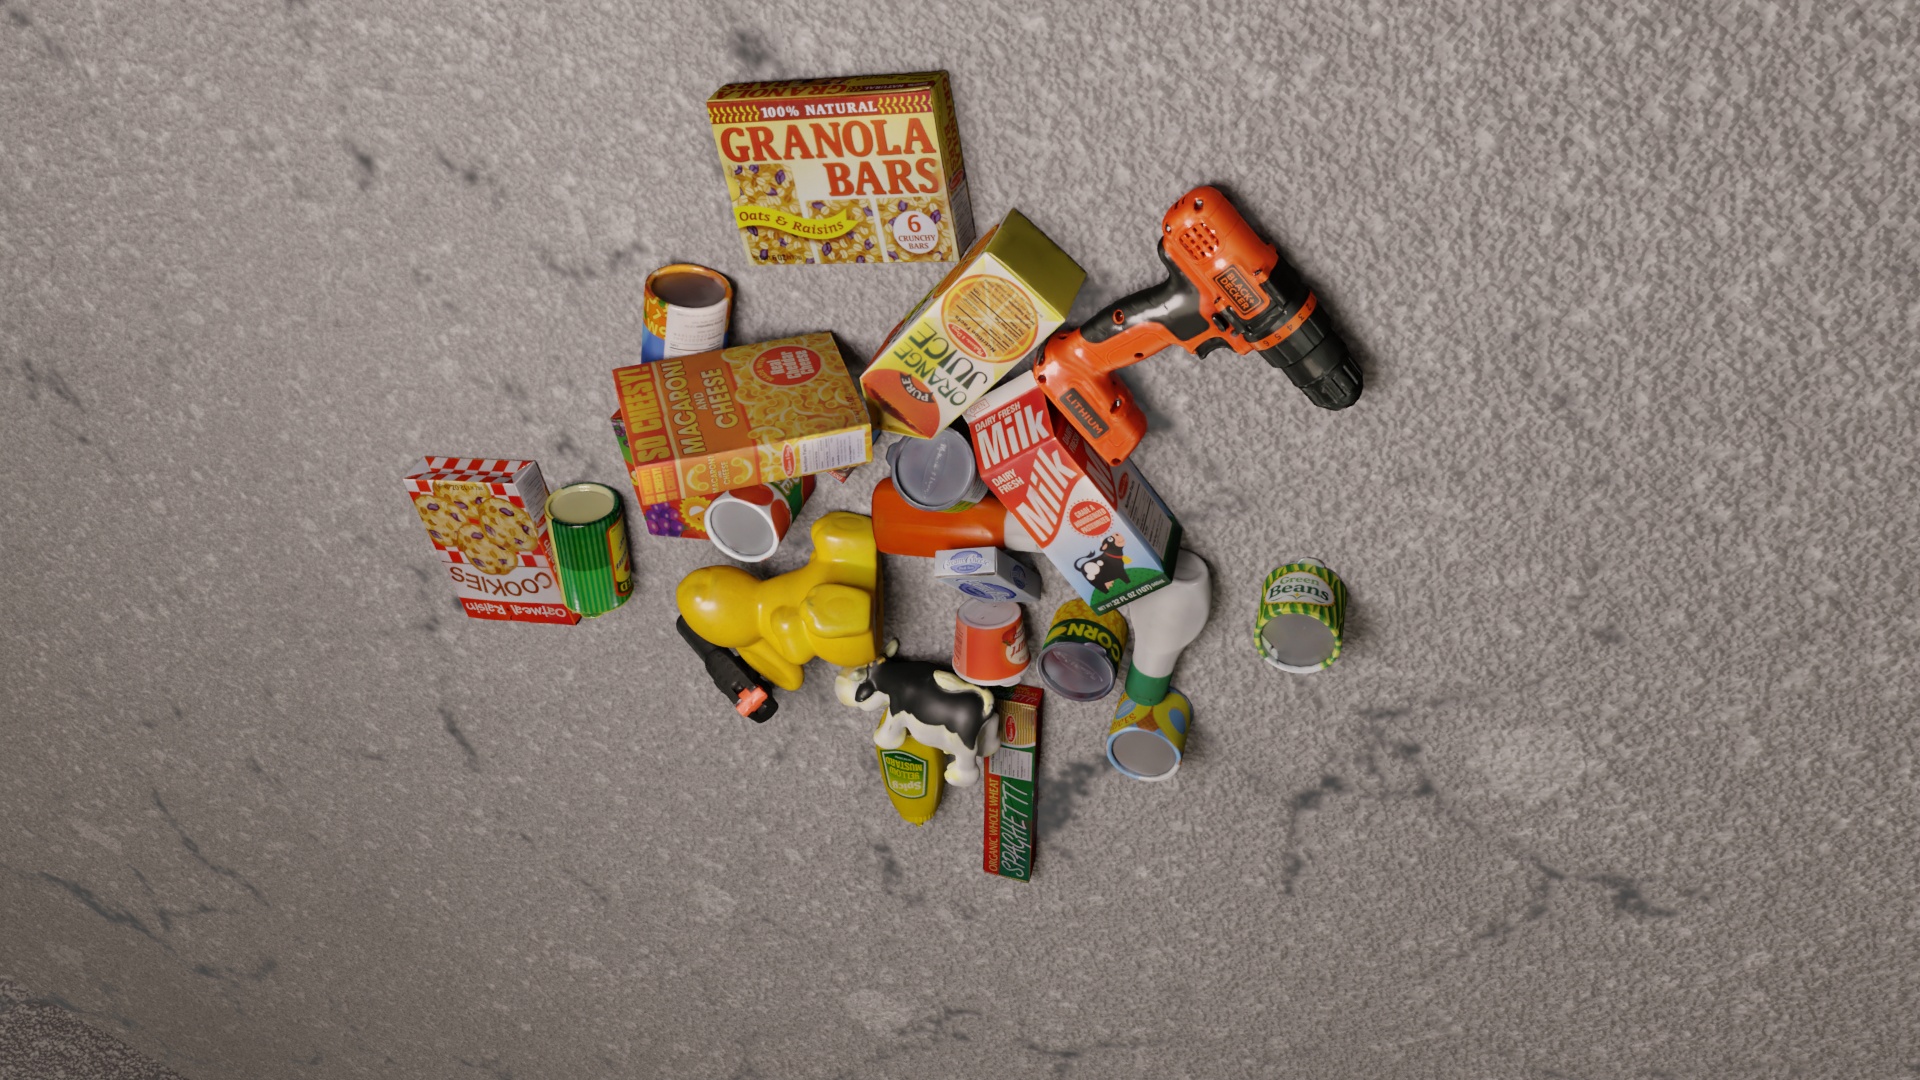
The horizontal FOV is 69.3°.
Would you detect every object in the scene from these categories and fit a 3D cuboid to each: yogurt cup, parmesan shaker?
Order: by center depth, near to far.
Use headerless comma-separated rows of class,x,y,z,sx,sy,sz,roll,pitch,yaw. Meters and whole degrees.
yogurt cup,0.025,0.082,1.177,0.072,0.073,0.053,6,121,17
parmesan shaker,-0.332,0.009,1.246,0.071,0.072,0.102,12,130,11

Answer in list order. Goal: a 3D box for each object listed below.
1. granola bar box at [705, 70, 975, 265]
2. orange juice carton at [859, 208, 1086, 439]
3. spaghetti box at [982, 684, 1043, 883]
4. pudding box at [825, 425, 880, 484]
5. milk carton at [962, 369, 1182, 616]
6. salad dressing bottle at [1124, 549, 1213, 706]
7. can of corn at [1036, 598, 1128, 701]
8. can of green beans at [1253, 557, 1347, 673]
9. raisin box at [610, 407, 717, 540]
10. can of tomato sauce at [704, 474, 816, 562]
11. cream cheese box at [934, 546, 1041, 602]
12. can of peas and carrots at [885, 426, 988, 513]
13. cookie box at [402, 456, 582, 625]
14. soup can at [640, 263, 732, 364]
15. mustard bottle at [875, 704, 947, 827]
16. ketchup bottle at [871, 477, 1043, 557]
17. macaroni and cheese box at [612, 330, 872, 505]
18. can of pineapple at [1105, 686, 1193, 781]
granola bar box,-0.082,-0.254,0.961,0.165,0.039,0.123,3,128,18
orange juice carton,-0.004,-0.142,1.001,0.073,0.072,0.192,40,130,-13
spaghetti box,0.048,0.231,1.310,0.050,0.029,0.248,10,130,13
pudding box,-0.113,-0.090,1.111,0.083,0.030,0.049,36,132,-10
milk carton,0.082,-0.042,1.046,0.072,0.074,0.190,-27,114,32
salad dressing bottle,0.164,0.074,1.131,0.064,0.044,0.146,14,132,7
can of corn,0.104,0.089,1.154,0.071,0.058,0.070,10,130,13
can of green beans,0.263,0.060,1.071,0.071,0.058,0.071,10,130,13
raisin box,-0.235,-0.059,1.176,0.086,0.040,0.122,3,129,17
can of tomato sauce,-0.164,-0.034,1.140,0.071,0.083,0.070,10,130,13
cream cheese box,0.023,0.029,1.121,0.053,0.024,0.103,-4,164,23
can of peas and carrots,-0.016,-0.055,1.067,0.071,0.059,0.071,0,89,15
cookie box,-0.430,0.003,1.298,0.123,0.040,0.166,3,128,19
soup can,-0.212,-0.162,1.069,0.071,0.072,0.083,19,130,5
mustard bottle,-0.043,0.223,1.324,0.065,0.049,0.159,9,130,17
ketchup bottle,0.004,-0.014,1.119,0.149,0.044,0.064,6,122,16
macaroni and cheese box,-0.160,-0.091,1.016,0.167,0.124,0.040,-12,134,-13
can of pineapple,0.161,0.163,1.193,0.071,0.058,0.070,11,130,13
